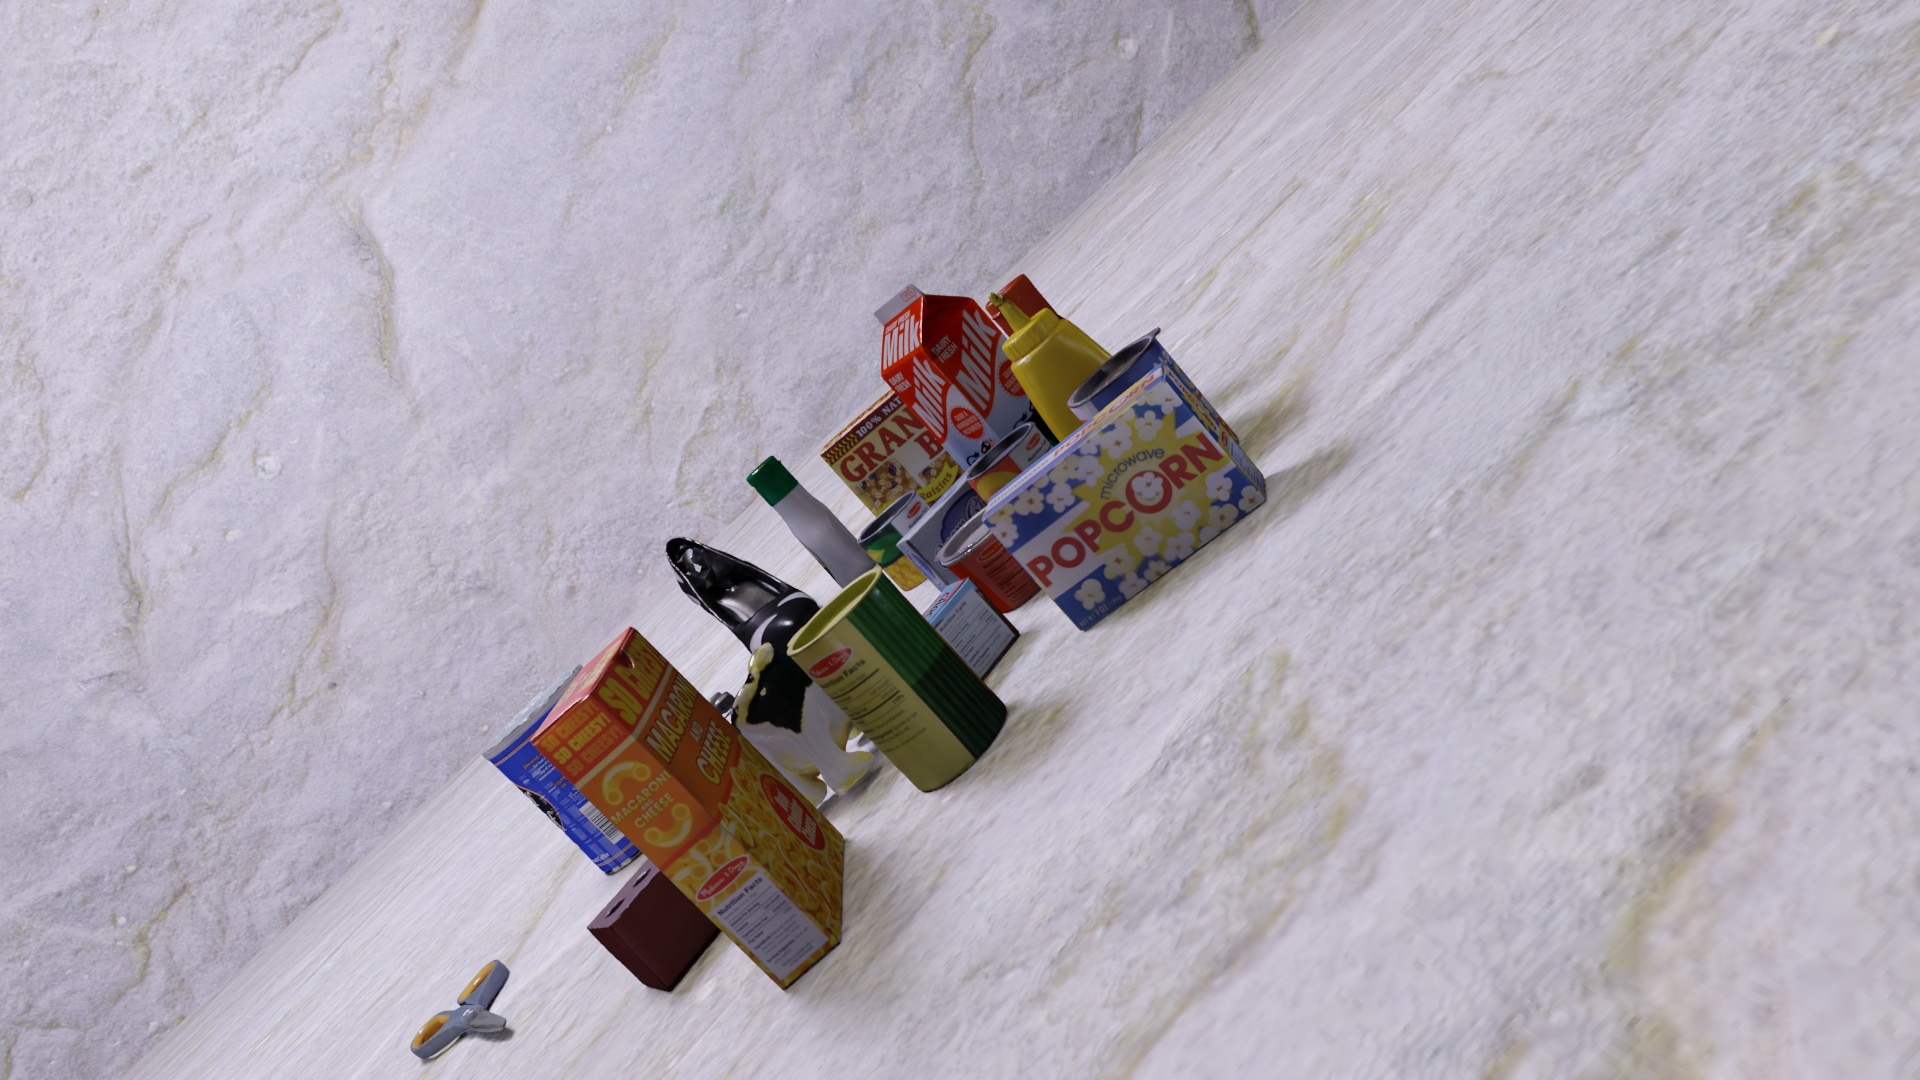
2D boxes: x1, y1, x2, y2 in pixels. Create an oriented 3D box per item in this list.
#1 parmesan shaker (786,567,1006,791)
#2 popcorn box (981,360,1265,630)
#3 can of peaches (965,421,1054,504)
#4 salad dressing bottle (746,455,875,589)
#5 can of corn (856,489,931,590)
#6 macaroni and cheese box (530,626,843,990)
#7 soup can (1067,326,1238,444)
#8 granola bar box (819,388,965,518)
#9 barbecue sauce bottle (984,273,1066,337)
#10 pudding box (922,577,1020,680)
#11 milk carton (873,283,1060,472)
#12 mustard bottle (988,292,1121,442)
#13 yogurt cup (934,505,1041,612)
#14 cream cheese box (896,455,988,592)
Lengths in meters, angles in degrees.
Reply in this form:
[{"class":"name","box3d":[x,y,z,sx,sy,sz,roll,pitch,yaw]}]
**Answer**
[{"class":"parmesan shaker","box3d":[-0.034,0.075,0.735,0.071,0.103,0.071,-40,11,10]},{"class":"popcorn box","box3d":[0.086,-0.022,0.739,0.126,0.085,0.038,-38,11,20]},{"class":"can of peaches","box3d":[0.046,-0.045,1.038,0.071,0.058,0.071,-40,11,10]},{"class":"salad dressing bottle","box3d":[-0.148,-0.019,1.364,0.044,0.147,0.064,-41,11,6]},{"class":"can of corn","box3d":[-0.045,0.001,1.171,0.071,0.058,0.071,-40,11,10]},{"class":"macaroni and cheese box","box3d":[-0.127,0.126,0.691,0.040,0.166,0.124,-41,11,4]},{"class":"soup can","box3d":[0.118,-0.073,0.830,0.071,0.083,0.071,-40,11,10]},{"class":"granola bar box","box3d":[-0.028,-0.089,1.286,0.165,0.124,0.039,-39,11,15]},{"class":"barbecue sauce bottle","box3d":[0.078,-0.119,0.973,0.044,0.148,0.064,-47,12,-24]},{"class":"pudding box","box3d":[-0.009,0.067,0.818,0.084,0.049,0.030,-49,13,-31]},{"class":"milk carton","box3d":[0.007,-0.124,1.124,0.074,0.190,0.072,-49,12,-31]},{"class":"mustard bottle","box3d":[0.074,-0.099,0.881,0.065,0.160,0.049,-41,11,4]},{"class":"yogurt cup","box3d":[0.028,0.010,0.899,0.072,0.054,0.072,-40,11,10]},{"class":"cream cheese box","box3d":[0.004,-0.013,1.072,0.104,0.053,0.024,-47,12,-24]}]
